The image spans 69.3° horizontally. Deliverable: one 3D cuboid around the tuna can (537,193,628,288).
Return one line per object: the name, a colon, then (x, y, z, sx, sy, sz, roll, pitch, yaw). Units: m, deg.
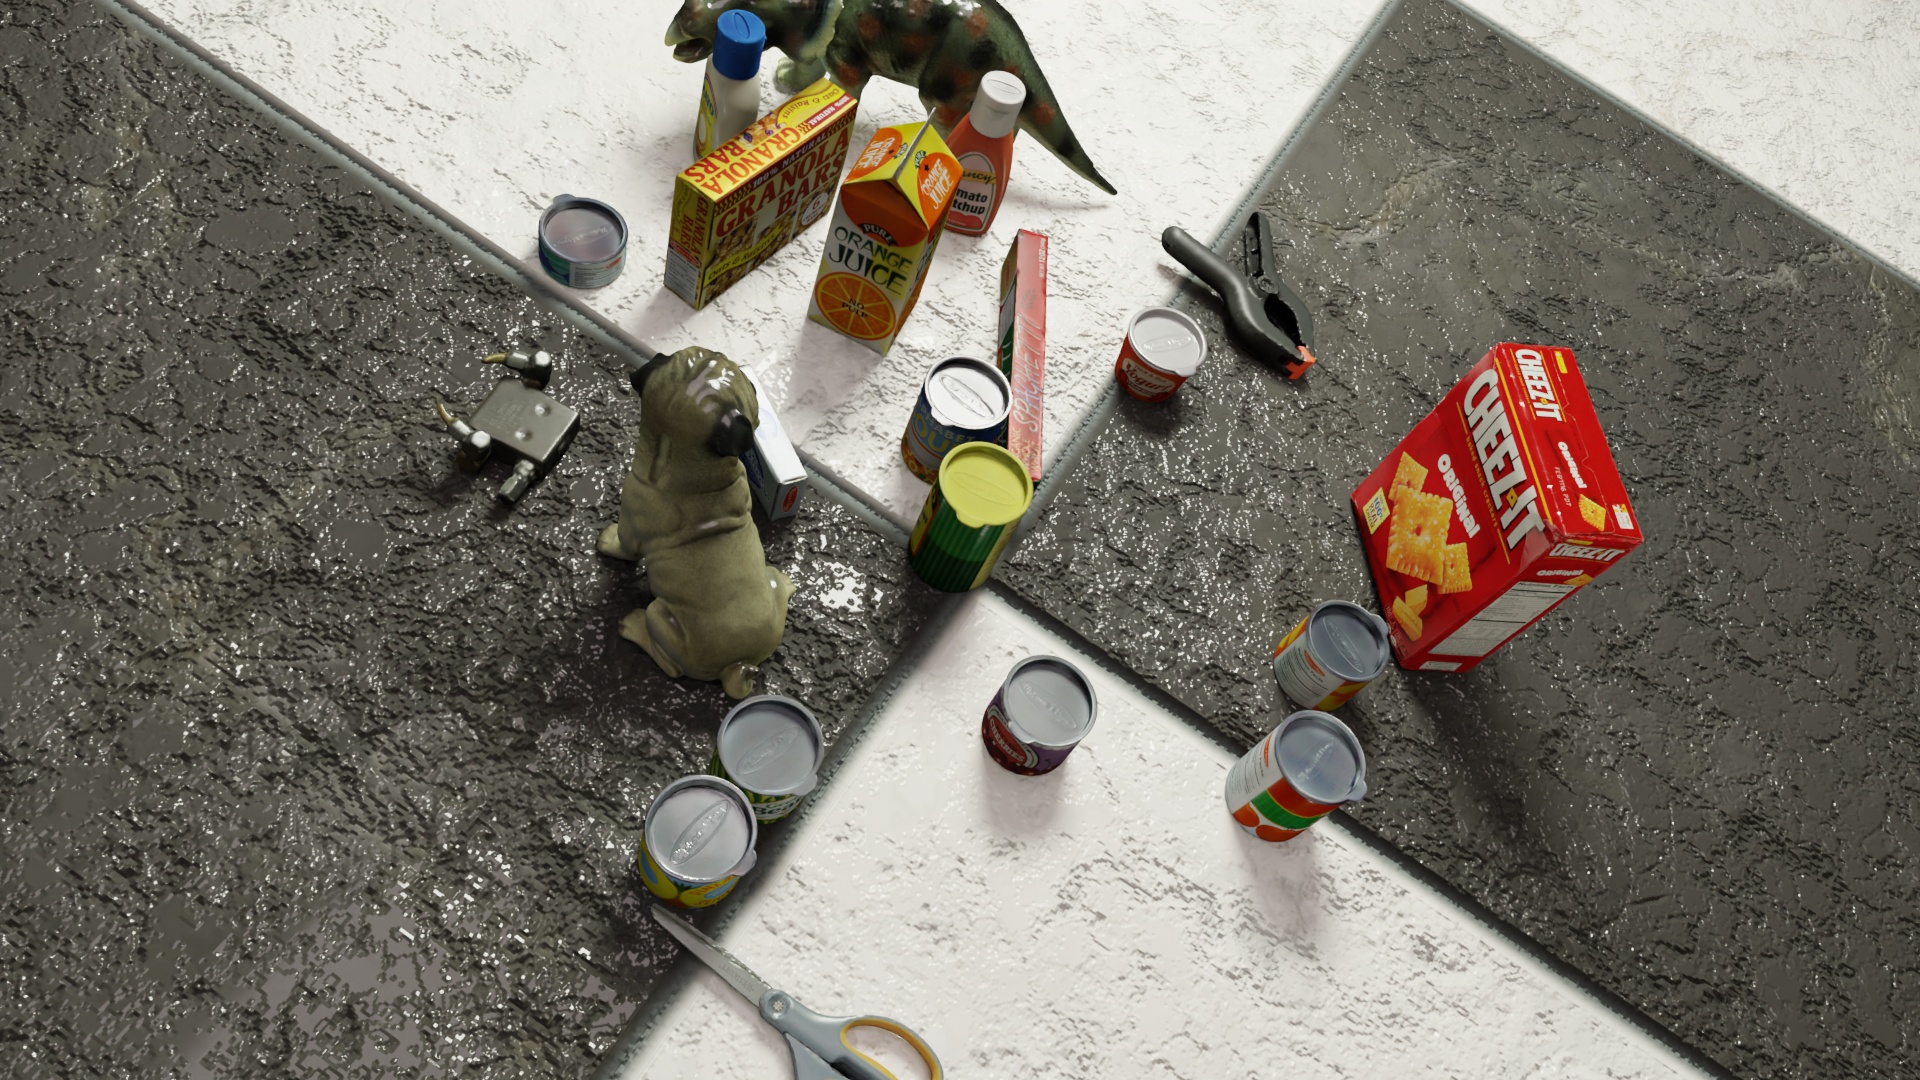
tuna can: (-0.289, -0.228, 1.060, 0.071, 0.032, 0.071, 8, 58, -13)

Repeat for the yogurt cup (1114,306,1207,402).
yogurt cup: (0.161, -0.150, 1.139, 0.072, 0.053, 0.073, 8, 58, -13)

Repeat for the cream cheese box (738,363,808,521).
cream cheese box: (-0.144, -0.070, 0.997, 0.024, 0.053, 0.104, -19, 67, -26)

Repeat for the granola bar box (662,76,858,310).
granola bar box: (-0.153, -0.266, 1.070, 0.039, 0.123, 0.166, 39, 57, 7)

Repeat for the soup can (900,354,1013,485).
soup can: (-0.006, -0.086, 1.031, 0.071, 0.083, 0.071, 8, 58, -13)

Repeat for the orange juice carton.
orange juice carton: (-0.054, -0.234, 1.039, 0.073, 0.191, 0.072, 26, 56, -1)

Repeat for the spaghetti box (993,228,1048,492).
spaghetti box: (0.047, -0.137, 1.098, 0.029, 0.050, 0.251, 10, 58, -11)

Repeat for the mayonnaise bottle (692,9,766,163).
mayonnaise bottle: (-0.182, -0.348, 1.096, 0.041, 0.147, 0.065, -11, 64, -23)

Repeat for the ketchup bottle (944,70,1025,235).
ketchup bottle: (0.015, -0.316, 1.137, 0.065, 0.148, 0.044, 17, 57, -7)

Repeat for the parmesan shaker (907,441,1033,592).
parmesan shaker: (0.003, -0.012, 0.978, 0.071, 0.102, 0.071, 8, 58, -13)

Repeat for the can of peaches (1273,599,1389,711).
can of peaches: (0.276, 0.085, 1.030, 0.071, 0.057, 0.071, 8, 58, -13)

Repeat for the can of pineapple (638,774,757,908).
can of pineapple: (-0.158, 0.184, 0.837, 0.071, 0.057, 0.071, 8, 58, -13)

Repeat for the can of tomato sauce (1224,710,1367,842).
can of tomato sauce: (0.230, 0.164, 0.954, 0.071, 0.082, 0.071, 8, 58, -13)

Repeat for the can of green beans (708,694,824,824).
can of green beans: (-0.123, 0.139, 0.875, 0.071, 0.057, 0.071, 8, 58, -13)

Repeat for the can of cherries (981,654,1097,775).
can of cherries: (0.050, 0.120, 0.940, 0.071, 0.058, 0.072, 8, 58, -13)
